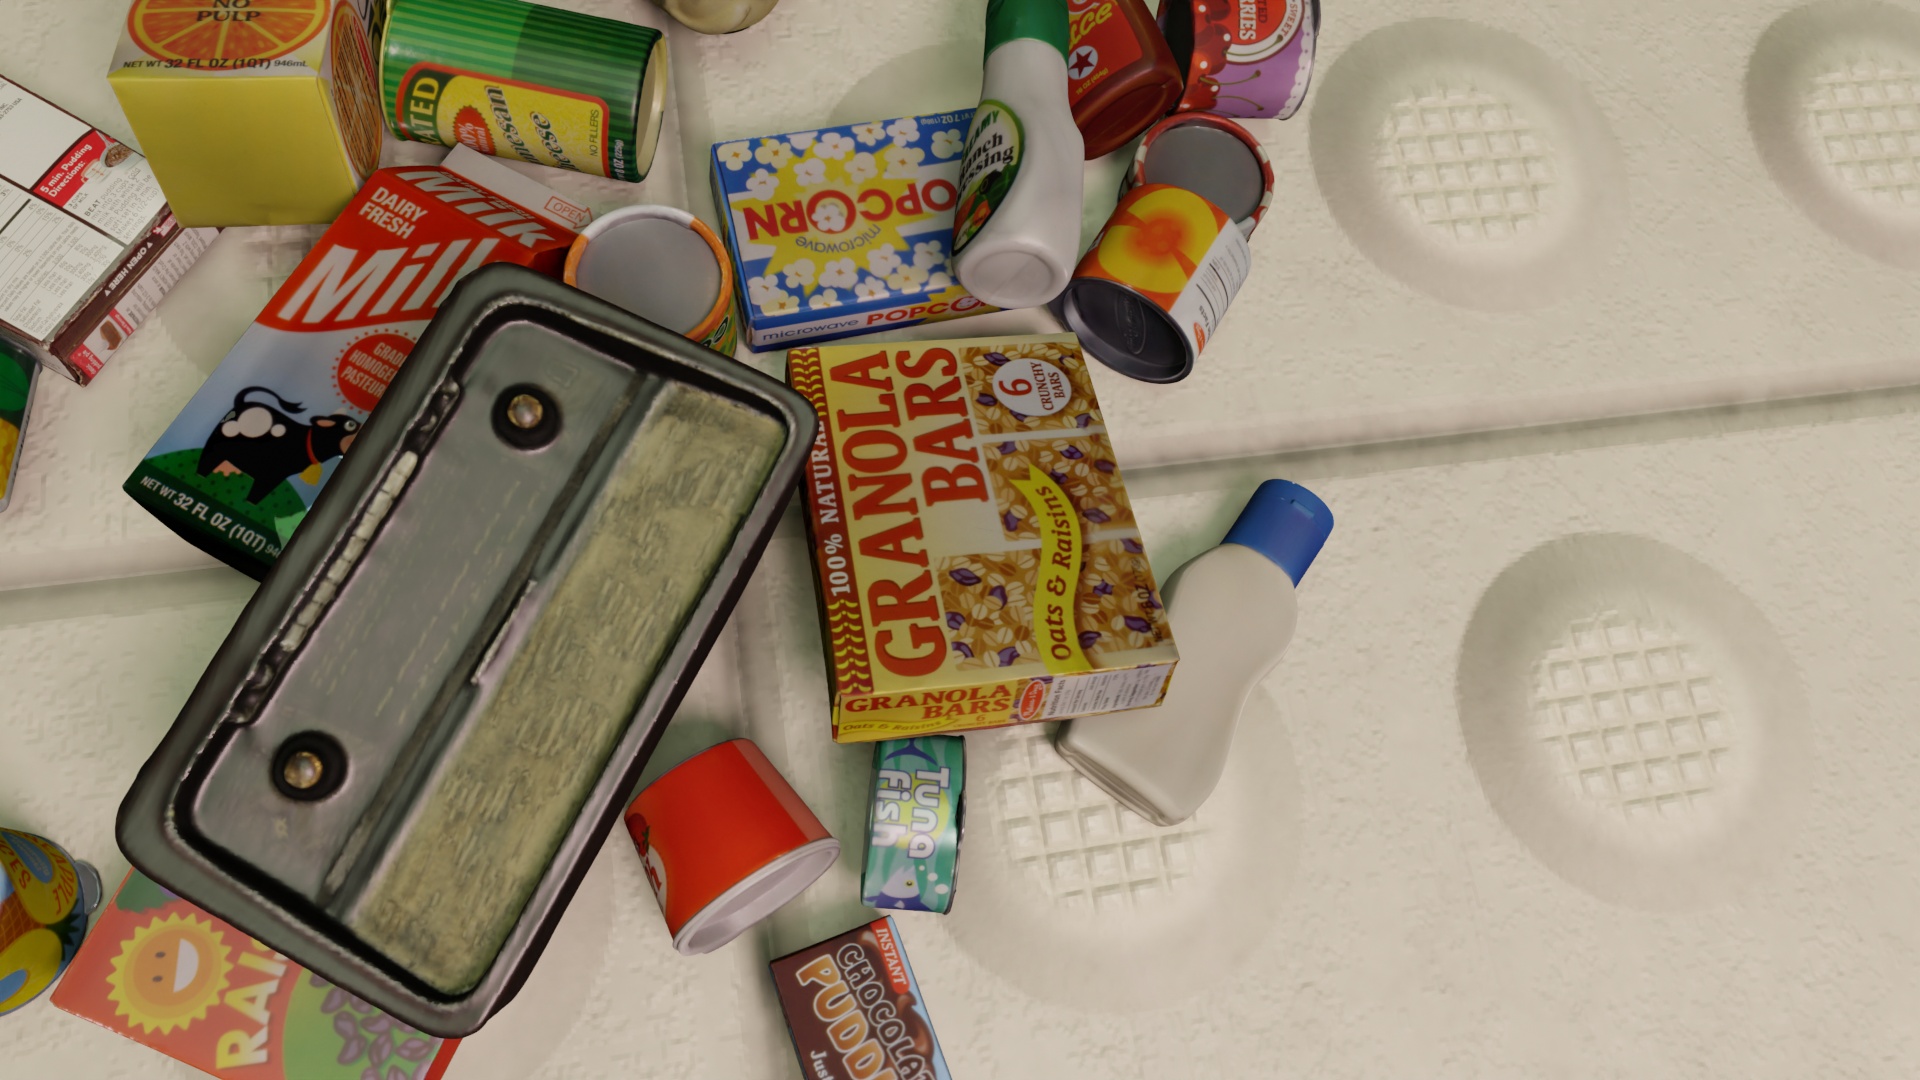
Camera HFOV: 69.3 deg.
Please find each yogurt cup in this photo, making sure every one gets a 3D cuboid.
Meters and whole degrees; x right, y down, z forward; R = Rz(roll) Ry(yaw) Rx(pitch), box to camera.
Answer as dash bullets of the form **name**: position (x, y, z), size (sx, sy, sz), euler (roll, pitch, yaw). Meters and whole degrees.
- **yogurt cup**: position (-0.086, 0.109, 0.506), size (0.072, 0.072, 0.054), euler (-31, 71, -16)

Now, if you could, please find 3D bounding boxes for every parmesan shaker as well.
- **parmesan shaker**: position (-0.181, -0.194, 0.585), size (0.103, 0.071, 0.071), euler (10, 71, -5)

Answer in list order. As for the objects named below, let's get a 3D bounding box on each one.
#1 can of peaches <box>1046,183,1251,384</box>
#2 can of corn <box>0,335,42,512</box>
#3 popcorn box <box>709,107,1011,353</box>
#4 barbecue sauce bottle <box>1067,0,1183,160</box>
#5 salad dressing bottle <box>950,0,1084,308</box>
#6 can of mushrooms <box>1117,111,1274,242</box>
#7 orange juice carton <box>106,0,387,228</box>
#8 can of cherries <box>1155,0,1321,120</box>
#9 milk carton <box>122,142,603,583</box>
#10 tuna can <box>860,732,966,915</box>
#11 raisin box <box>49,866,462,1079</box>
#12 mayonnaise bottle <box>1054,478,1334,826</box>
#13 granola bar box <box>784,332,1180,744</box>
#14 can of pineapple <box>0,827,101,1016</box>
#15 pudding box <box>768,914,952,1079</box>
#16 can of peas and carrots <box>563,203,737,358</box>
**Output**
- **can of peaches**: position (0.082, -0.112, 0.600), size (0.071, 0.071, 0.058), euler (32, 71, 3)
- **can of corn**: position (-0.384, -0.045, 0.509), size (0.071, 0.071, 0.058), euler (3, 73, -7)
- **popcorn box**: position (-0.039, -0.136, 0.605), size (0.127, 0.038, 0.085), euler (-12, 74, -12)
- **barbecue sauce bottle**: position (0.047, -0.253, 0.646), size (0.064, 0.044, 0.149), euler (-32, 67, 27)
- **salad dressing bottle**: position (0.025, -0.167, 0.574), size (0.044, 0.064, 0.148), euler (18, 59, -24)
- **can of mushrooms**: position (0.107, -0.162, 0.637), size (0.071, 0.033, 0.071), euler (2, 72, -7)
- **orange juice carton**: position (-0.276, -0.219, 0.565), size (0.072, 0.072, 0.193), euler (-3, 55, -9)
- **can of cherries**: position (0.126, -0.230, 0.641), size (0.058, 0.071, 0.071), euler (-1, 73, -8)
- **milk carton**: position (-0.219, -0.070, 0.539), size (0.072, 0.073, 0.191), euler (27, 70, 2)
- **tuna can**: position (-0.018, 0.103, 0.513), size (0.033, 0.071, 0.071), euler (6, 72, -5)
- **raisin box**: position (-0.230, 0.145, 0.486), size (0.123, 0.040, 0.086), euler (24, 71, -1)
- **mayonnaise bottle**: position (0.102, 0.041, 0.567), size (0.065, 0.041, 0.148), euler (36, 70, 3)
- **granola bar box**: position (0.002, -0.007, 0.541), size (0.124, 0.038, 0.166), euler (-5, 53, -11)
- **can of pineapple**: position (-0.340, 0.126, 0.466), size (0.071, 0.057, 0.071), euler (2, 72, -7)
- **pudding box**: position (-0.034, 0.185, 0.505), size (0.050, 0.030, 0.084), euler (-18, 76, -14)
- **can of peas and carrots**: position (-0.124, -0.093, 0.567), size (0.071, 0.058, 0.071), euler (2, 72, -7)
